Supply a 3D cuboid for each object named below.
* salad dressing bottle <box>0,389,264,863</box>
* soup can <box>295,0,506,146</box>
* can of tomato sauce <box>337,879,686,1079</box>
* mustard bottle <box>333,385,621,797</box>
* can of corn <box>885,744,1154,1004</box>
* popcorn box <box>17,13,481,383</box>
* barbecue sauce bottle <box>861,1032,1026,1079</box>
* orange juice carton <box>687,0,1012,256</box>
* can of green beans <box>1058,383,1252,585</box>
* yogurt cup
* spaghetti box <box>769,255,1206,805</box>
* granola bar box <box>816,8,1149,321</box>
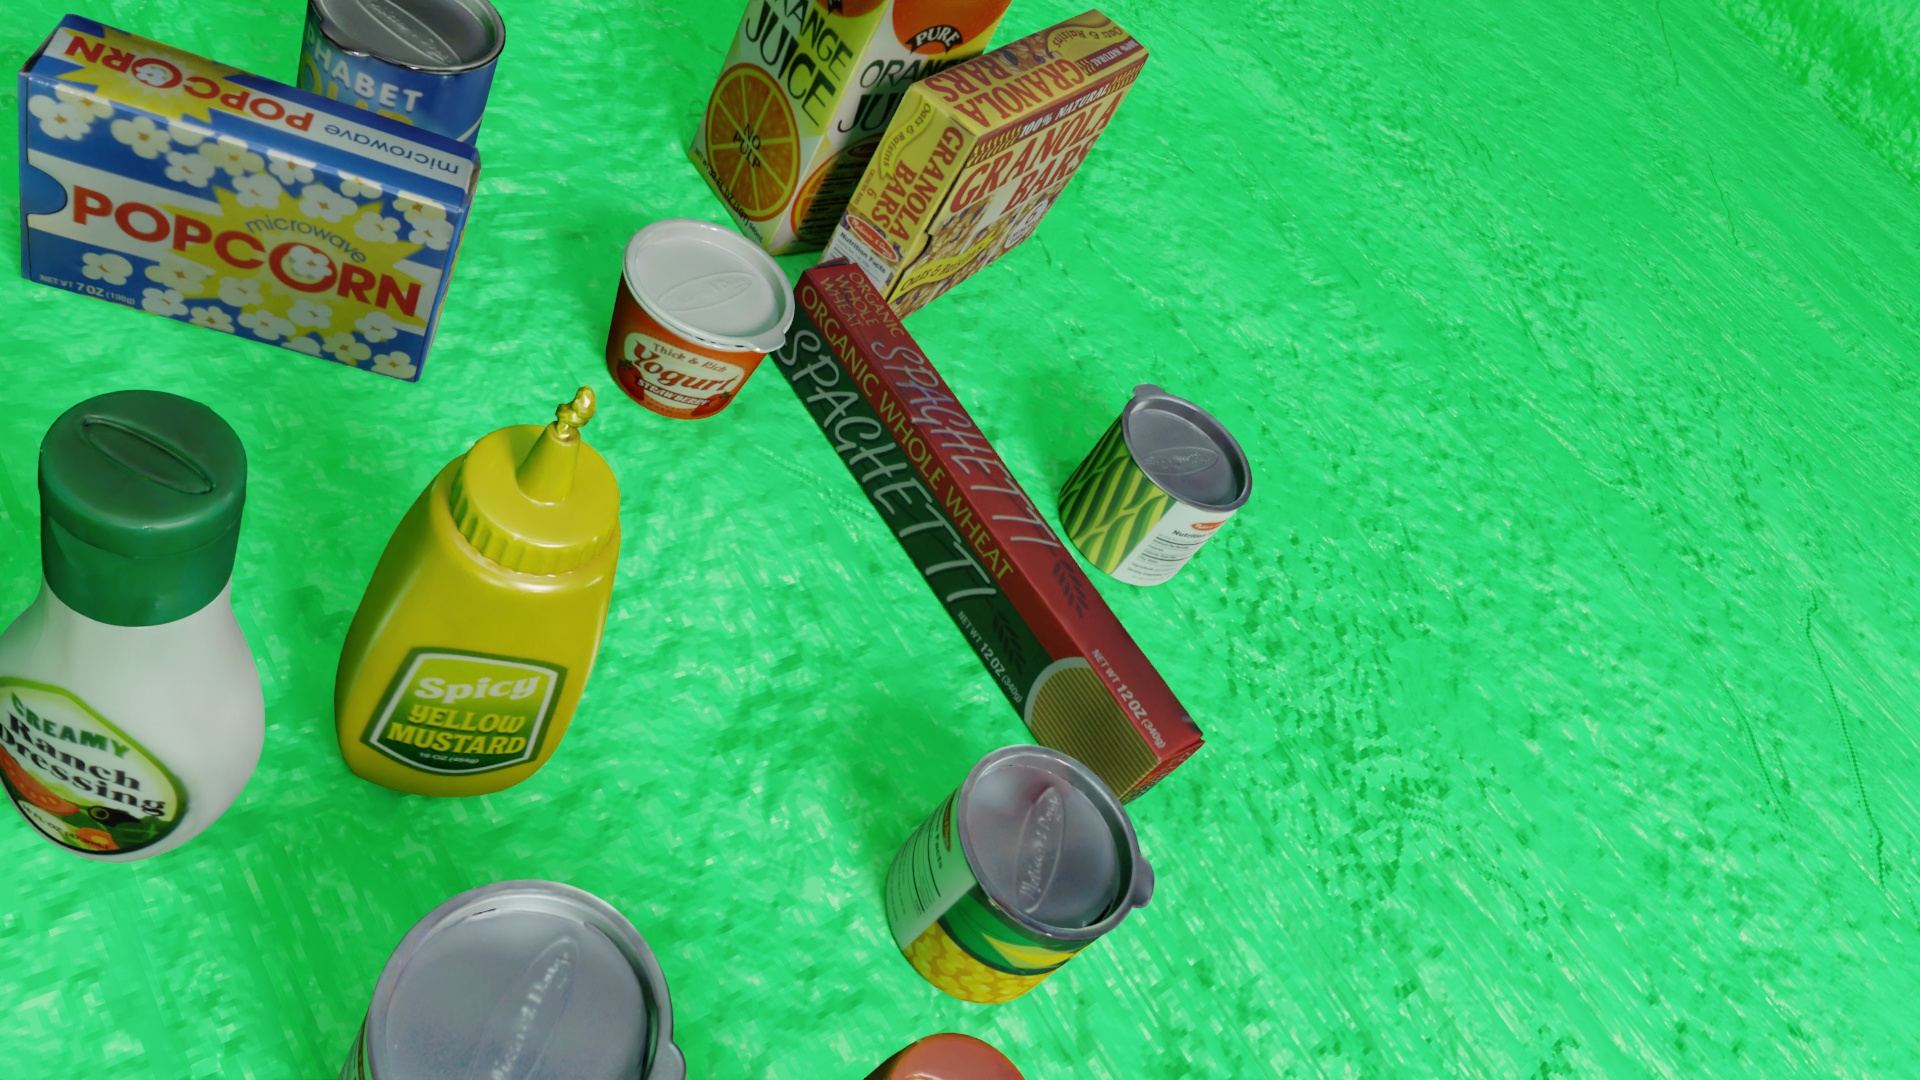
[{"bbox_3d":[-0.195,0.025,0.326,0.064,0.147,0.044,31,43,-7],"label":"salad dressing bottle"},{"bbox_3d":[-0.216,-0.165,0.522,0.071,0.083,0.072,18,46,-20],"label":"soup can"},{"bbox_3d":[-0.112,0.131,0.336,0.071,0.082,0.071,18,46,-20],"label":"can of tomato sauce"},{"bbox_3d":[-0.125,0.014,0.371,0.065,0.159,0.049,10,49,-26],"label":"mustard bottle"},{"bbox_3d":[0.018,0.111,0.455,0.071,0.058,0.071,18,46,-20],"label":"can of corn"},{"bbox_3d":[-0.234,-0.109,0.461,0.127,0.084,0.038,15,47,-22],"label":"popcorn box"},{"bbox_3d":[-0.032,0.155,0.319,0.065,0.147,0.044,36,43,-1],"label":"barbecue sauce bottle"},{"bbox_3d":[-0.043,-0.218,0.601,0.073,0.191,0.072,-20,66,-42],"label":"orange juice carton"},{"bbox_3d":[0.085,-0.022,0.613,0.071,0.057,0.071,18,46,-20],"label":"can of green beans"},{"bbox_3d":[-0.106,-0.085,0.546,0.072,0.053,0.073,18,46,-20],"label":"yogurt cup"},{"bbox_3d":[0.002,-0.007,0.552,0.029,0.050,0.250,-18,65,-42],"label":"spaghetti box"},{"bbox_3d":[0.010,-0.170,0.643,0.039,0.123,0.166,42,43,5],"label":"granola bar box"}]
